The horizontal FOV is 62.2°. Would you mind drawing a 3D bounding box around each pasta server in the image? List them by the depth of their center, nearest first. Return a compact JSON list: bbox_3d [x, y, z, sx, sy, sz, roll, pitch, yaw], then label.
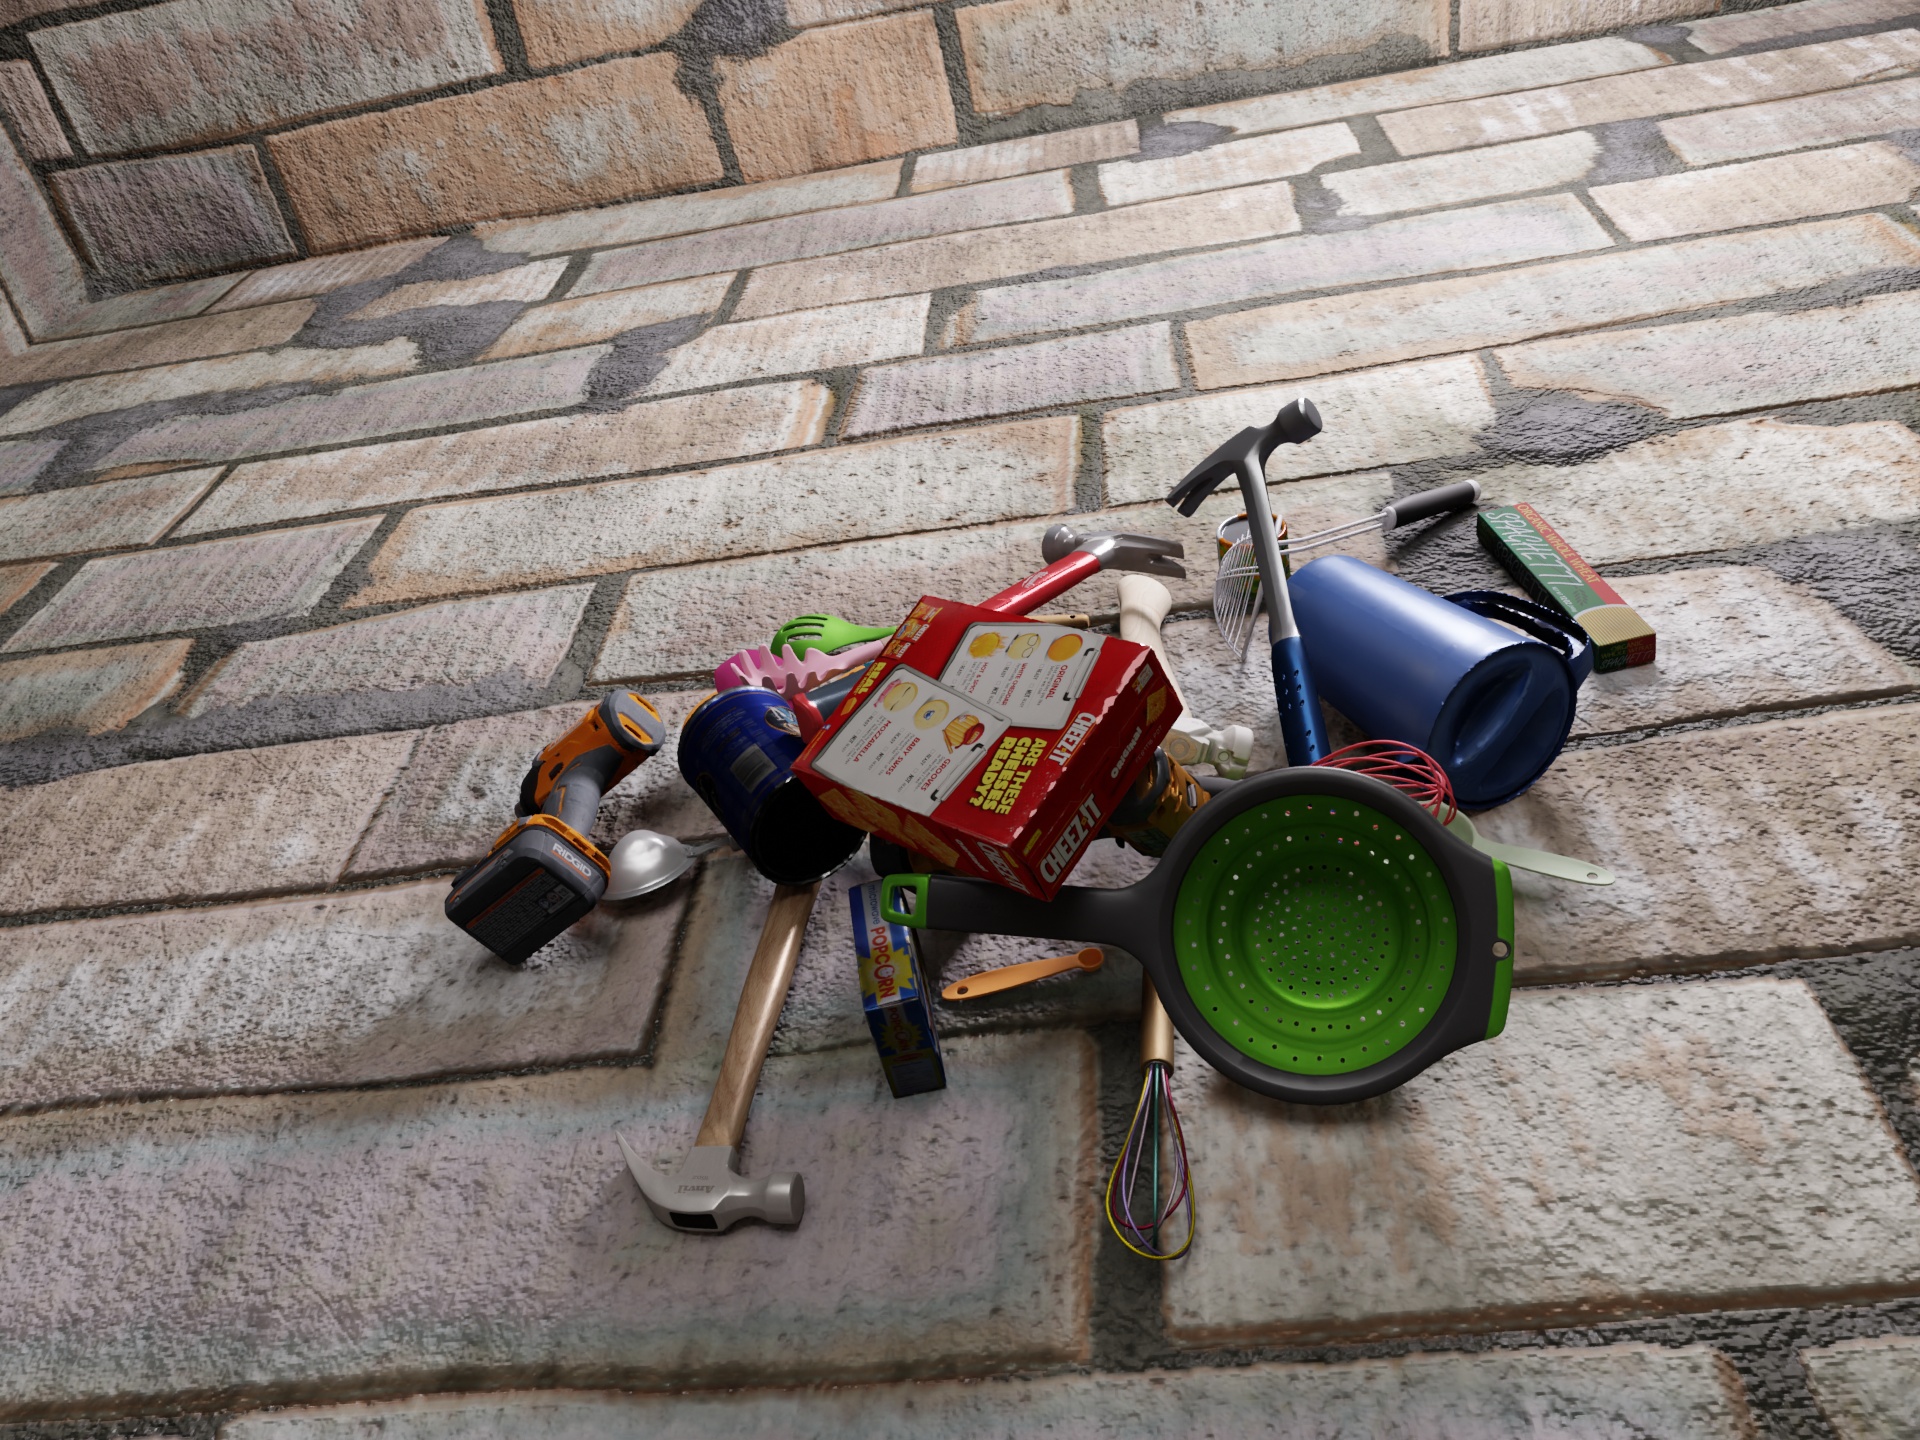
[{"bbox_3d":[-0.045,-0.077,1.369,0.316,0.040,0.060,-21,35,-21],"label":"pasta server"}]

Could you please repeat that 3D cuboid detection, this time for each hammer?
[{"bbox_3d":[-0.145,0.212,1.108,0.130,0.031,0.332,-4,34,11],"label":"hammer"},{"bbox_3d":[0.248,-0.066,1.241,0.144,0.035,0.406,-29,50,34],"label":"hammer"},{"bbox_3d":[0.021,-0.074,1.279,0.143,0.038,0.386,13,33,40],"label":"hammer"},{"bbox_3d":[0.142,-0.055,1.295,0.146,0.038,0.411,14,20,-2],"label":"hammer"}]

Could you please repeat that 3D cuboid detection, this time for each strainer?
[{"bbox_3d":[-0.190,0.096,1.287,0.258,0.050,0.087,-15,19,-9],"label":"strainer"}]

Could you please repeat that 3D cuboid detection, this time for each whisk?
[{"bbox_3d":[0.118,0.231,0.986,0.047,0.051,0.245,-10,30,14],"label":"whisk"},{"bbox_3d":[0.229,0.054,1.121,0.073,0.073,0.296,-33,15,-28],"label":"whisk"}]

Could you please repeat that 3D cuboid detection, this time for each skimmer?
[{"bbox_3d":[0.364,-0.153,1.434,0.363,0.127,0.090,-19,45,-29],"label":"skimmer"}]

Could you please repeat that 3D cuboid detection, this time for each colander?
[{"bbox_3d":[0.147,0.130,1.030,0.397,0.204,0.094,3,-6,17],"label":"colander"}]

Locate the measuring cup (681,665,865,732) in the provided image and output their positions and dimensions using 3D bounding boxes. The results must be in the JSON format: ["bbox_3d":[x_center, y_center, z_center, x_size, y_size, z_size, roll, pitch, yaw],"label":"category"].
[{"bbox_3d":[-0.165,-0.014,1.389,0.173,0.052,0.095,-34,34,-5],"label":"measuring cup"}]

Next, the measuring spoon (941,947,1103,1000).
[{"bbox_3d":[0.044,0.181,1.113,0.117,0.011,0.021,-15,34,3],"label":"measuring spoon"}]

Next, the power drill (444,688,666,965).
[{"bbox_3d":[-0.331,0.087,1.285,0.164,0.084,0.227,-36,24,27],"label":"power drill"}]

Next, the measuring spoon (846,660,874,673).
[{"bbox_3d":[-0.047,-0.066,1.477,0.128,0.021,0.042,-15,71,4],"label":"measuring spoon"}]

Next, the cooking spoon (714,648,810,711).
[{"bbox_3d":[-0.098,0.030,1.300,0.069,0.017,0.319,-36,55,-22],"label":"cooking spoon"}]

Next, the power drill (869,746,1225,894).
[{"bbox_3d":[0.071,0.079,1.141,0.226,0.185,0.084,-11,66,24],"label":"power drill"}]

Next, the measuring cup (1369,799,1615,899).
[{"bbox_3d":[0.362,0.102,1.098,0.168,0.038,0.083,12,41,29],"label":"measuring cup"}]

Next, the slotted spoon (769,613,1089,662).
[{"bbox_3d":[-0.034,-0.086,1.509,0.314,0.031,0.070,-3,42,12],"label":"slotted spoon"}]
